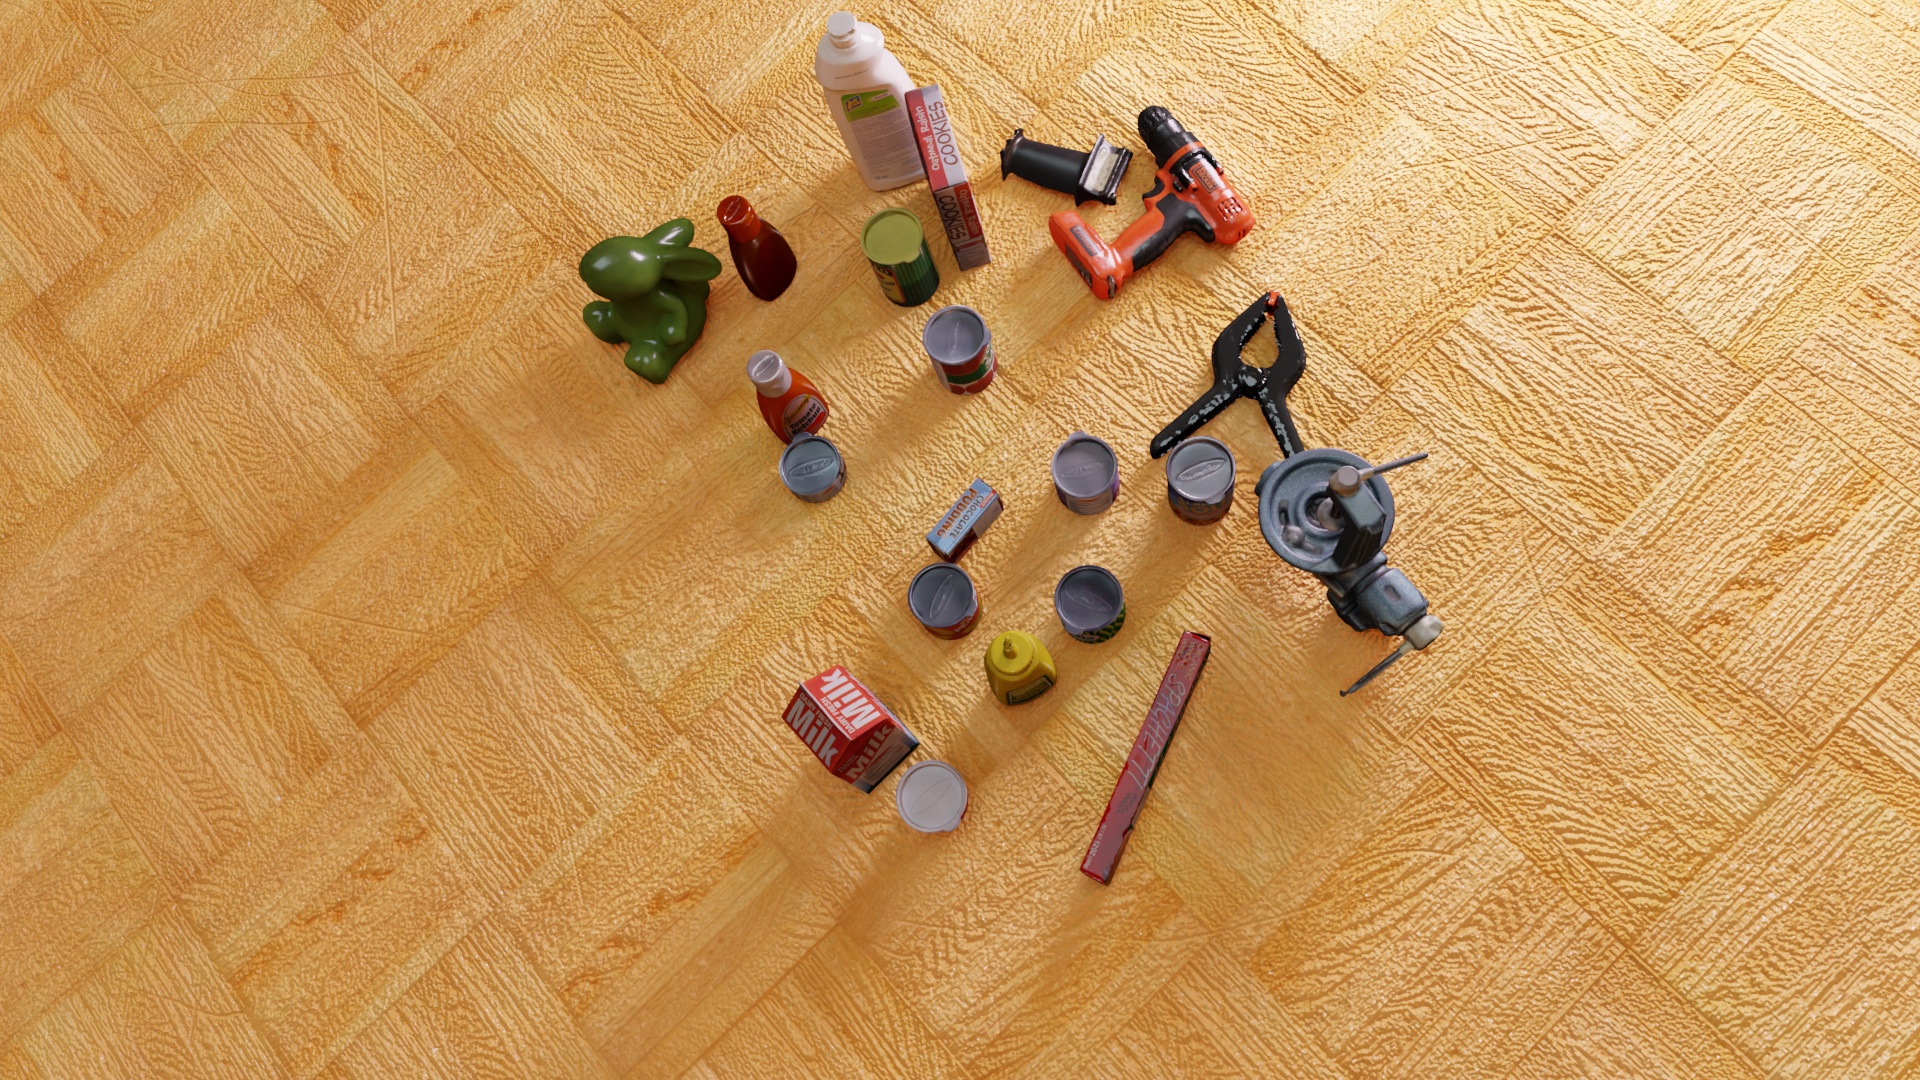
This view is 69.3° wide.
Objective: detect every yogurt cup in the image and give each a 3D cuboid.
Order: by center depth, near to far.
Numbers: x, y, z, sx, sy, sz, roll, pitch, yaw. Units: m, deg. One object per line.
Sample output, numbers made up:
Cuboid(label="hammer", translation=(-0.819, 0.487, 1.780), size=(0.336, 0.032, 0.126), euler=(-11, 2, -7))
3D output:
Cuboid(label="yogurt cup", translation=(-0.024, 0.246, 1.320), size=(0.072, 0.054, 0.072), euler=(-3, 72, 9))

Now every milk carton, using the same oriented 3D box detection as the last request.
Cuboid(label="milk carton", translation=(-0.103, 0.173, 1.284), size=(0.073, 0.190, 0.072), euler=(-44, 71, -5))

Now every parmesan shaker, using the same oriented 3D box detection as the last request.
Cuboid(label="parmesan shaker", translation=(-0.061, -0.296, 1.474), size=(0.071, 0.103, 0.071), euler=(-3, 72, 9))

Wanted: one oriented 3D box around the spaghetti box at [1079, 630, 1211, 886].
Cuboid(label="spaghetti box", translation=(0.176, 0.202, 1.303), size=(0.029, 0.050, 0.250), euler=(22, 77, 15))

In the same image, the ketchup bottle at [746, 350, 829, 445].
Cuboid(label="ketchup bottle", translation=(-0.181, -0.149, 1.422), size=(0.065, 0.148, 0.043), euler=(-45, 71, -5))

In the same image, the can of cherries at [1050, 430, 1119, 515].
Cuboid(label="can of cherries", translation=(0.126, -0.067, 1.393), size=(0.071, 0.058, 0.071), euler=(-3, 72, 9))

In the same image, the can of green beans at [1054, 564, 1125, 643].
Cuboid(label="can of green beans", translation=(0.127, 0.063, 1.351), size=(0.071, 0.057, 0.071), euler=(-3, 72, 9))

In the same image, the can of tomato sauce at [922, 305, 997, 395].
Cuboid(label="can of tomato sauce", translation=(0.002, -0.196, 1.442), size=(0.071, 0.083, 0.071), euler=(-3, 72, 9))

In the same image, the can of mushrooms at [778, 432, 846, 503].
Cuboid(label="can of mushrooms", translation=(-0.154, -0.076, 1.456), size=(0.071, 0.033, 0.071), euler=(-3, 72, 9))

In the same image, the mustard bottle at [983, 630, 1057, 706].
Cuboid(label="mustard bottle", translation=(0.052, 0.115, 1.293), size=(0.065, 0.160, 0.049), euler=(-26, 71, 1))

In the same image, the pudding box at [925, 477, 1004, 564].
Cuboid(label="pudding box", translation=(0.005, -0.018, 1.402), size=(0.030, 0.049, 0.084), euler=(38, 82, 18))

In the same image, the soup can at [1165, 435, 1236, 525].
Cuboid(label="soup can", translation=(0.236, -0.054, 1.357), size=(0.071, 0.083, 0.071), euler=(-3, 72, 9))

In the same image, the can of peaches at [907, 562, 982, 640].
Cuboid(label="can of peaches", translation=(-0.012, 0.062, 1.375), size=(0.071, 0.058, 0.071), euler=(-3, 72, 9))

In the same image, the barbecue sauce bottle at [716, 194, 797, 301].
Cuboid(label="barbecue sauce bottle", translation=(-0.219, -0.315, 1.482), size=(0.044, 0.148, 0.065), euler=(28, 79, 17))

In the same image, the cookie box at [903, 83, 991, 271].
Cuboid(label="cookie box", translation=(-0.013, -0.377, 1.458), size=(0.040, 0.167, 0.123), euler=(-17, 71, 4))
